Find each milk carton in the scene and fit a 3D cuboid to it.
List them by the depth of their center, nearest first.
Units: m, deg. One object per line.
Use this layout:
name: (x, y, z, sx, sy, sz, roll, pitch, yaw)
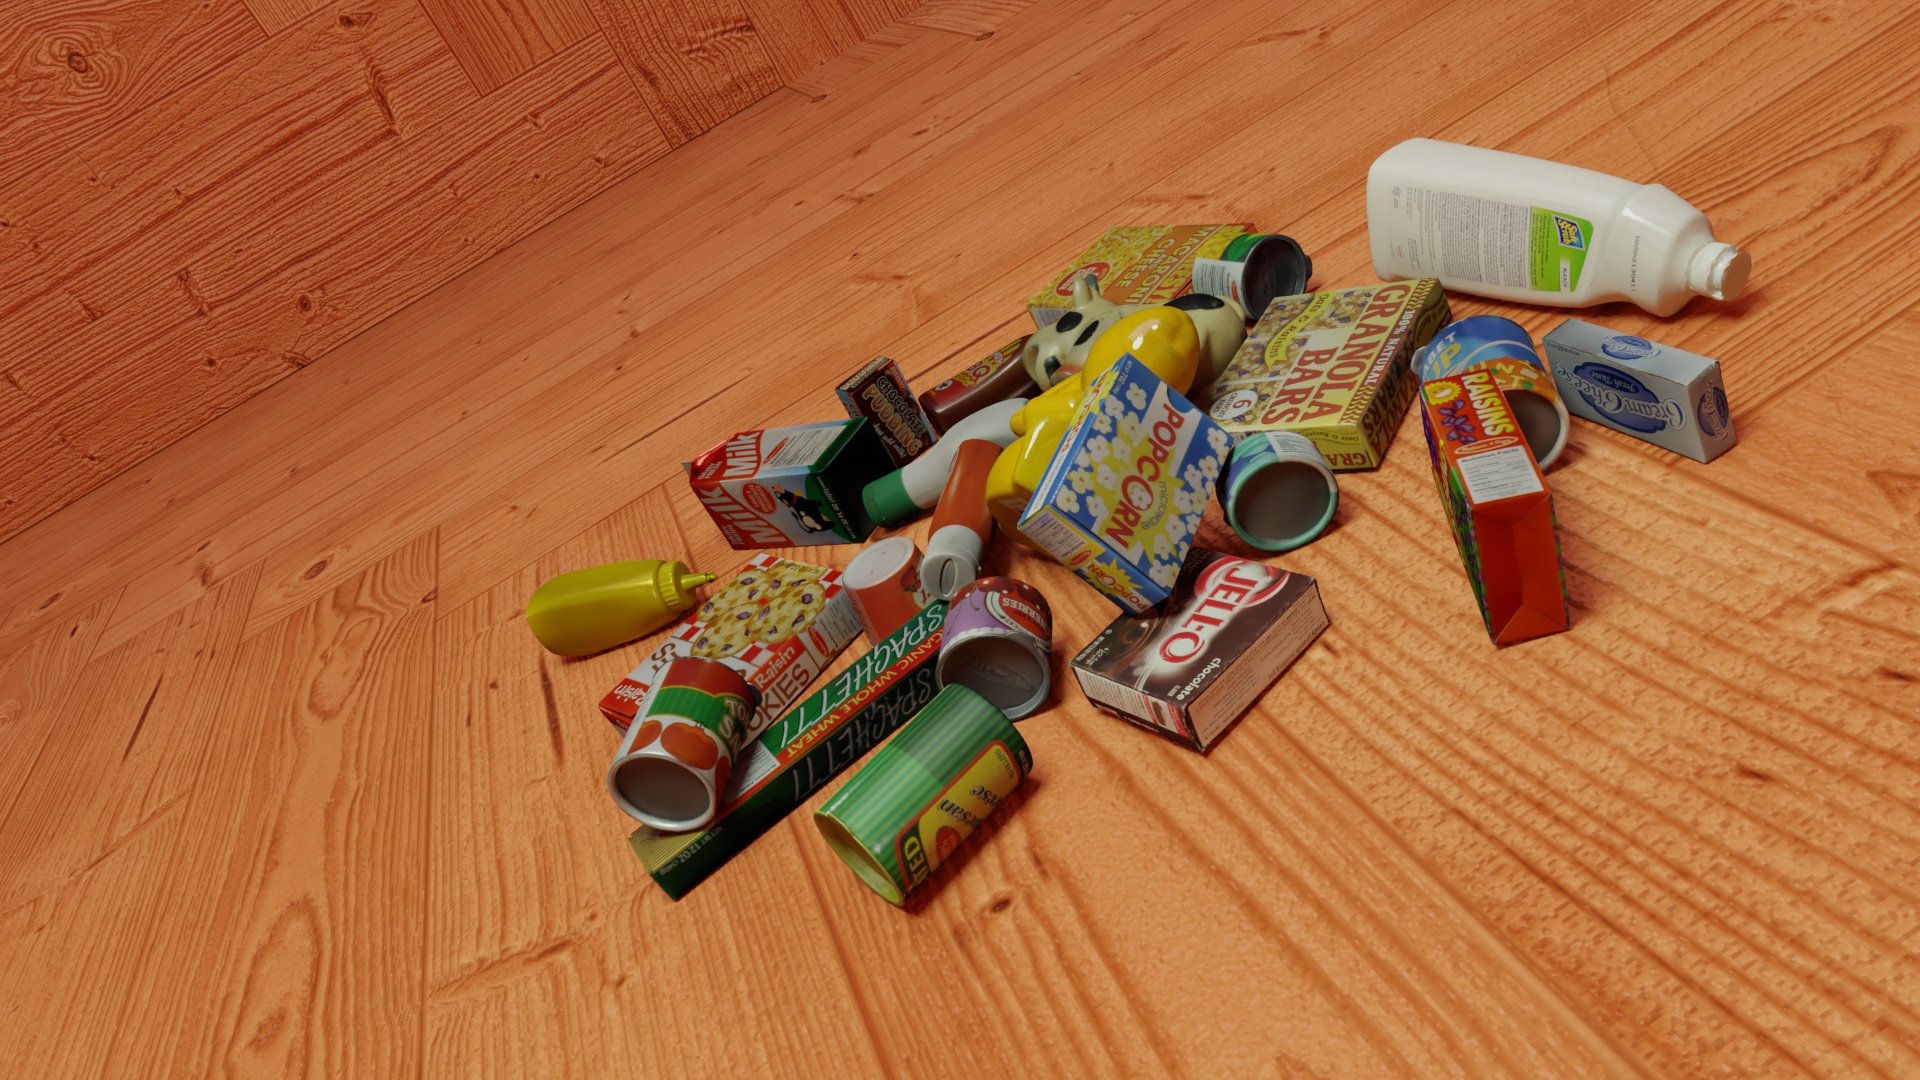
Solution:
milk carton: (-0.147, -0.043, 1.124, 0.190, 0.072, 0.074, -2, 39, 38)

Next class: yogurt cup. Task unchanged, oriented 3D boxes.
yogurt cup: (-0.043, 0.034, 0.928, 0.072, 0.053, 0.073, -23, 29, 13)

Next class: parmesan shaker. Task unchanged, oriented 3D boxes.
parmesan shaker: (-0.019, 0.131, 0.735, 0.103, 0.071, 0.071, -42, 31, -23)

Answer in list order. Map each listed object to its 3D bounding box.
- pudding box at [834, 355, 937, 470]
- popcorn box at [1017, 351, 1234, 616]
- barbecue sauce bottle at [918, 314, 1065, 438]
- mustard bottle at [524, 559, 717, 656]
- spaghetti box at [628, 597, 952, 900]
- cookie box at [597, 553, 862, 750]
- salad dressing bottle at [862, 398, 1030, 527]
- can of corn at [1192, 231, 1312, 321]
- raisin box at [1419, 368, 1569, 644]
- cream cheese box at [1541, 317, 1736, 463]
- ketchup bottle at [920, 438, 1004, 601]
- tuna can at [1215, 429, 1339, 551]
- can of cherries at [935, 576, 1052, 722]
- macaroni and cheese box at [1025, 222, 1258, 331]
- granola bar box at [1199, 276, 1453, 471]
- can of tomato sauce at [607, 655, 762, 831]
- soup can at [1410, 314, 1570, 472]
pudding box: (-0.060, -0.102, 1.128, 0.050, 0.083, 0.030, -40, 33, -19)
popcorn box: (0.095, -0.032, 0.779, 0.038, 0.085, 0.127, -38, 19, 53)
barbecue sauce bottle: (0.040, -0.135, 1.132, 0.149, 0.043, 0.065, -31, 23, -4)
mustard bottle: (-0.261, 0.047, 1.096, 0.160, 0.065, 0.049, -14, 37, 14)
spaghetti box: (-0.088, 0.122, 0.854, 0.251, 0.028, 0.050, -37, 30, -13)
cookie box: (-0.155, 0.082, 0.966, 0.123, 0.040, 0.168, 10, 47, 49)
salad dressing bottle: (-0.004, -0.054, 1.031, 0.147, 0.064, 0.044, -25, 51, 23)
can of corn: (0.221, -0.201, 1.054, 0.071, 0.071, 0.058, -39, 30, -17)
raisin box: (0.268, -0.020, 0.703, 0.040, 0.085, 0.124, -14, 32, 15)
cream cheese box: (0.365, -0.083, 0.750, 0.024, 0.053, 0.104, -35, 29, -6)
ketchup bottle: (0.003, -0.012, 0.933, 0.043, 0.064, 0.149, 10, 29, 4)
tuna can: (0.183, -0.027, 0.813, 0.071, 0.071, 0.033, -24, 30, 9)
can of cherries: (0.023, 0.062, 0.811, 0.071, 0.071, 0.059, -19, 29, 18)
macaroni and cheese box: (0.153, -0.216, 1.163, 0.124, 0.040, 0.166, -44, 32, -24)
granola bar box: (0.238, -0.108, 0.917, 0.124, 0.039, 0.166, -1, 40, 41)
can of tomato sauce: (-0.163, 0.121, 0.825, 0.071, 0.071, 0.083, -17, 31, 22)
soup can: (0.299, -0.080, 0.790, 0.071, 0.071, 0.084, -19, 31, 19)
